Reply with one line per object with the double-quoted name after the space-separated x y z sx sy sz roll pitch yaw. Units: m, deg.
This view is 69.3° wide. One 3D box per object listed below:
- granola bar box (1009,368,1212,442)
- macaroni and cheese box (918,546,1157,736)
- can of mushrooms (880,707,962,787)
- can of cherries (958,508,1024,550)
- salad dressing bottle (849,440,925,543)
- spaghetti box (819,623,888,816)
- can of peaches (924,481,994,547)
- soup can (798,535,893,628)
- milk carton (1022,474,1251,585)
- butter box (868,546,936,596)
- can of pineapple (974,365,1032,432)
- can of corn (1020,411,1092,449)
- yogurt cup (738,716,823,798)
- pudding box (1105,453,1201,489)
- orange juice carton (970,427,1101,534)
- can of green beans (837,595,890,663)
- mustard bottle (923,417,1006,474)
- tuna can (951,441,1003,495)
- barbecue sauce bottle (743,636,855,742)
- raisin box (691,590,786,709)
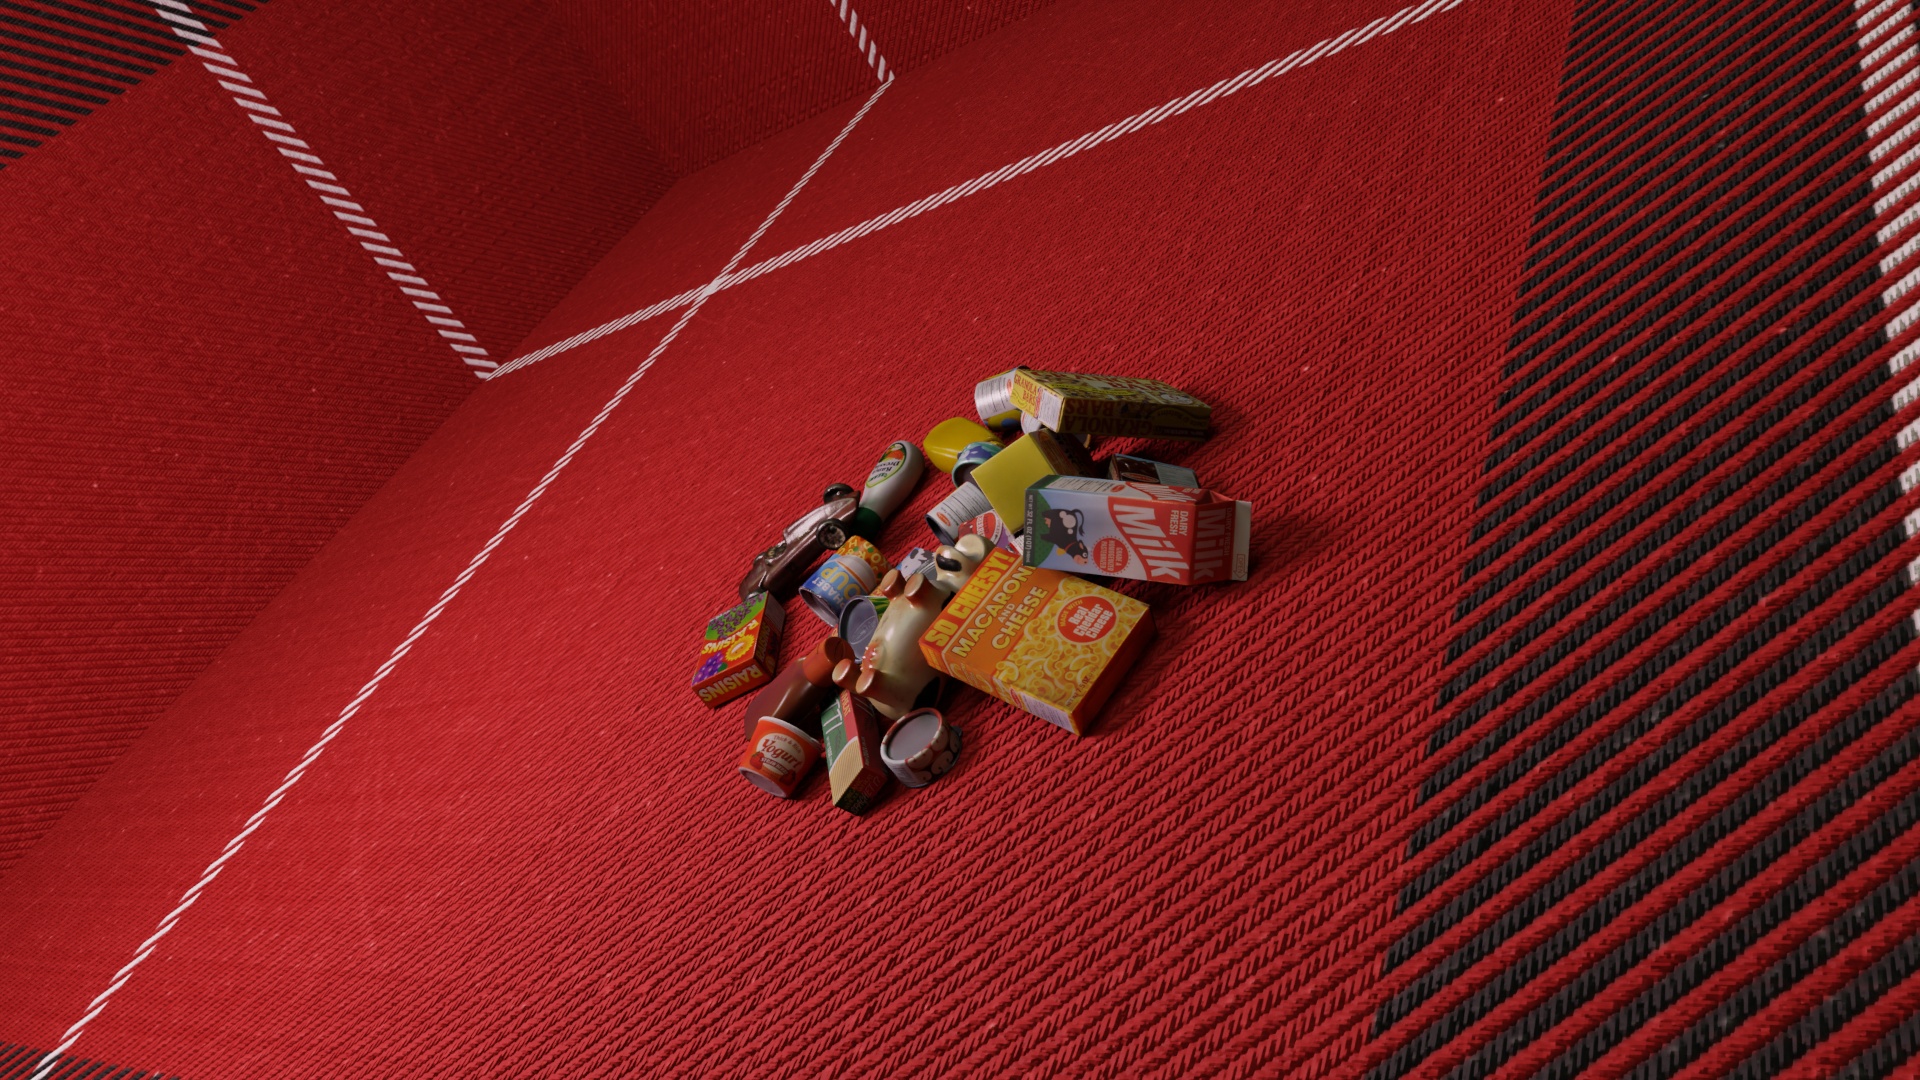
0.150 -0.138 1.398 0.166 0.039 0.124 2 18 -22 "granola bar box"
0.066 0.084 1.202 0.166 0.040 0.124 21 59 35 "macaroni and cheese box"
-0.034 0.180 1.224 0.071 0.033 0.071 -27 29 17 "can of mushrooms"
0.037 0.000 1.382 0.058 0.071 0.072 -24 30 21 "can of cherries"
-0.092 -0.053 1.630 0.064 0.044 0.148 -8 41 41 "salad dressing bottle"
-0.107 0.163 1.318 0.050 0.028 0.251 -53 24 17 "spaghetti box"
0.005 -0.018 1.452 0.058 0.071 0.071 -40 28 -10 "can of peaches"
-0.120 0.045 1.485 0.084 0.071 0.071 -46 30 -19 "soup can"
0.155 -0.009 1.205 0.190 0.072 0.074 6 14 19 "milk carton"
-0.062 0.053 1.457 0.104 0.024 0.053 -46 29 -20 "butter box"
0.059 -0.163 1.616 0.057 0.071 0.071 -17 33 31 "can of pineapple"
0.106 -0.122 1.501 0.071 0.071 0.058 -33 29 5 "can of corn"
-0.172 0.205 1.304 0.072 0.072 0.054 0 52 47 "yogurt cup"
0.181 -0.051 1.297 0.084 0.030 0.050 11 32 -10 "pudding box"
0.082 -0.066 1.380 0.071 0.073 0.193 -34 -2 18 "orange juice carton"
-0.078 0.087 1.358 0.071 0.058 0.071 -6 83 49 "can of green beans"
0.016 -0.099 1.579 0.065 0.048 0.160 -42 29 -12 "mustard bottle"
0.024 -0.073 1.510 0.071 0.071 0.033 -11 37 38 "tuna can"
-0.156 0.144 1.344 0.148 0.043 0.065 -44 26 38 "barbecue sauce bottle"
-0.244 0.120 1.536 0.086 0.040 0.124 -26 28 16 "raisin box"
